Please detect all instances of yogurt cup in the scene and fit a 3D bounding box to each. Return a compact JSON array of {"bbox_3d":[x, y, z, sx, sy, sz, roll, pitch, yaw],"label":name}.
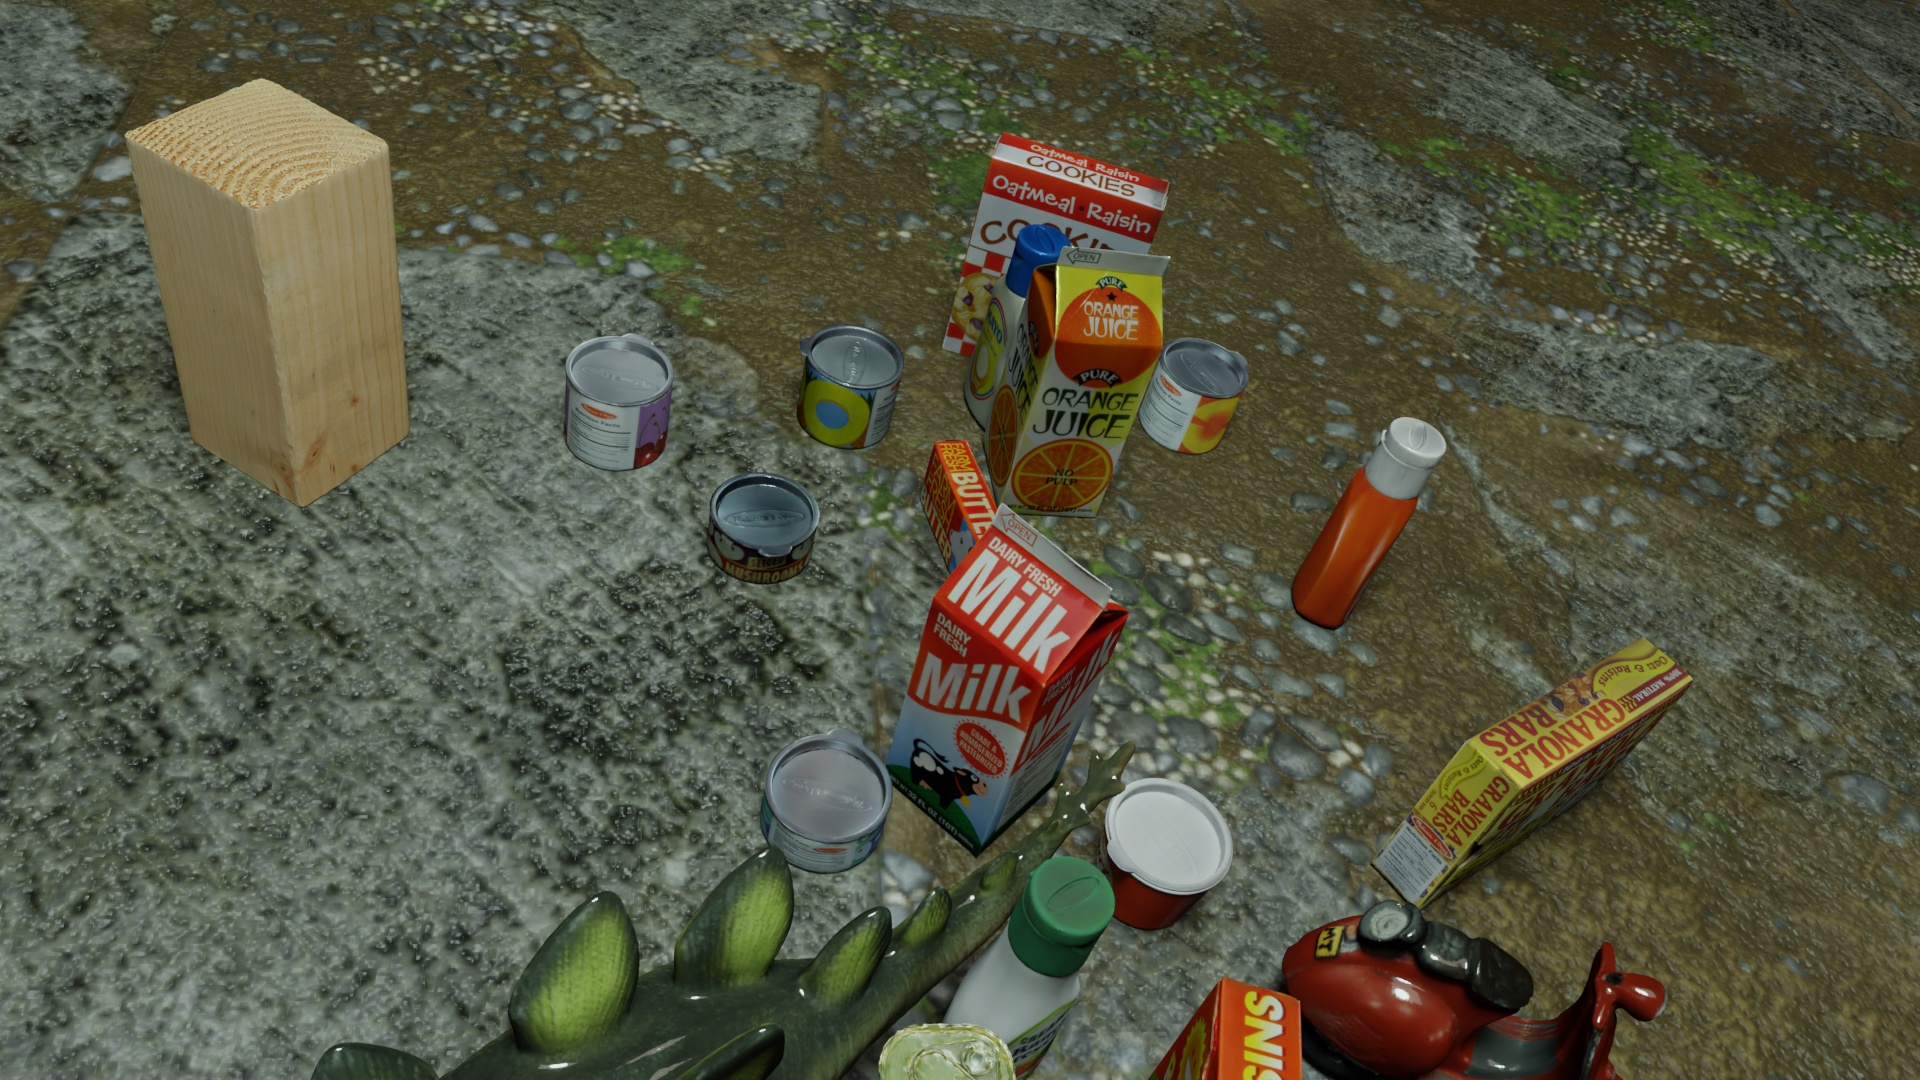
[{"bbox_3d":[0.102,0.167,0.729,0.072,0.053,0.073,9,44,-9],"label":"yogurt cup"}]

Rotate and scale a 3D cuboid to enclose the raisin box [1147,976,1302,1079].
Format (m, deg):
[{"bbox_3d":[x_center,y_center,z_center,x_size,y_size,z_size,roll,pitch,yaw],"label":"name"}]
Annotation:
[{"bbox_3d":[0.106,0.256,0.592,0.040,0.122,0.086,16,44,-2],"label":"raisin box"}]

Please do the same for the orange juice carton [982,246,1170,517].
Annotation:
[{"bbox_3d":[0.074,-0.107,0.894,0.072,0.191,0.073,3,46,-15],"label":"orange juice carton"}]

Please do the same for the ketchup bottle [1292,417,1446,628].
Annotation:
[{"bbox_3d":[0.260,-0.013,0.888,0.043,0.148,0.065,24,44,7],"label":"ketchup bottle"}]

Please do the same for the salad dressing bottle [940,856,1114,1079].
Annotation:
[{"bbox_3d":[0.030,0.193,0.614,0.064,0.146,0.044,-21,55,-33],"label":"salad dressing bottle"}]

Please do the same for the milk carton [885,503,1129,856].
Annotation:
[{"bbox_3d":[0.024,0.068,0.707,0.072,0.189,0.074,38,48,20],"label":"milk carton"}]

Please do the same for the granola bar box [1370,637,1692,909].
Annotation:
[{"bbox_3d":[0.322,0.131,0.782,0.166,0.123,0.039,-20,55,-32],"label":"granola bar box"}]

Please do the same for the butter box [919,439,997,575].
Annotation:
[{"bbox_3d":[0.003,-0.011,0.877,0.024,0.052,0.104,-4,48,-21],"label":"butter box"}]

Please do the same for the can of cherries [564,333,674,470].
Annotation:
[{"bbox_3d":[-0.216,-0.088,0.884,0.071,0.058,0.072,9,45,-9],"label":"can of cherries"}]

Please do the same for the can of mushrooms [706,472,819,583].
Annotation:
[{"bbox_3d":[-0.121,-0.006,0.848,0.071,0.033,0.071,9,44,-9],"label":"can of mushrooms"}]

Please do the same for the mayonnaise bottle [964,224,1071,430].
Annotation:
[{"bbox_3d":[0.039,-0.146,0.954,0.041,0.147,0.065,-4,48,-20],"label":"mayonnaise bottle"}]

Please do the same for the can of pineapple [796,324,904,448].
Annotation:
[{"bbox_3d":[-0.077,-0.105,0.943,0.071,0.057,0.071,9,44,-9],"label":"can of pineapple"}]

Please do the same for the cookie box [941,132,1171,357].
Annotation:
[{"bbox_3d":[0.065,-0.196,0.998,0.123,0.166,0.040,17,44,0],"label":"cookie box"}]

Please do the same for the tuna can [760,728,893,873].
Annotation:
[{"bbox_3d":[-0.070,0.135,0.724,0.071,0.032,0.071,9,44,-9],"label":"tuna can"}]

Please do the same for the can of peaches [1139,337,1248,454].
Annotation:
[{"bbox_3d":[0.172,-0.106,1.020,0.071,0.057,0.071,9,44,-9],"label":"can of peaches"}]
